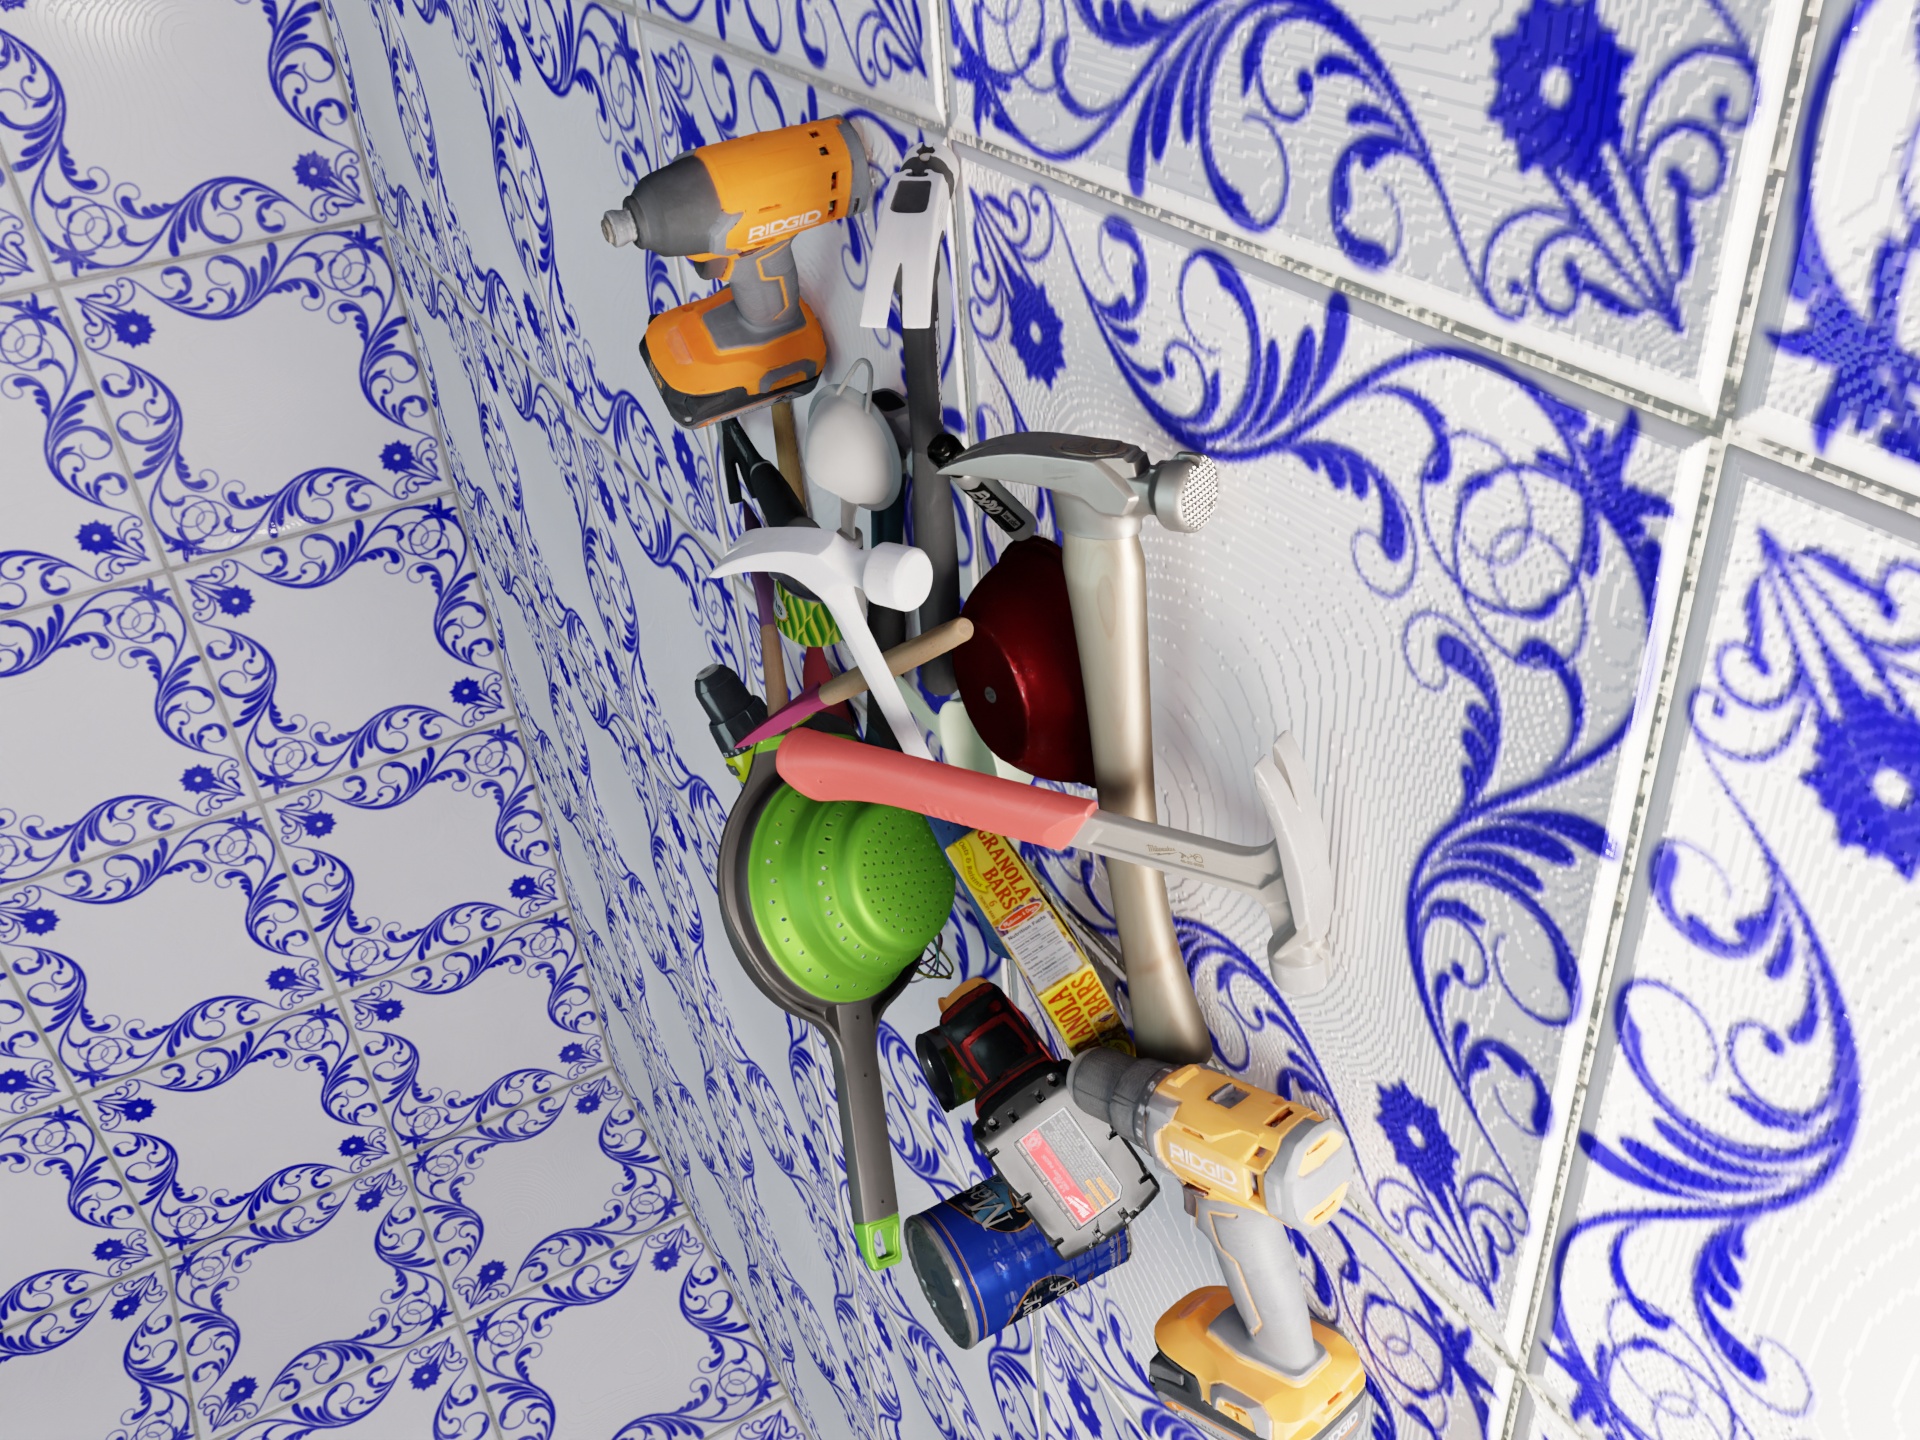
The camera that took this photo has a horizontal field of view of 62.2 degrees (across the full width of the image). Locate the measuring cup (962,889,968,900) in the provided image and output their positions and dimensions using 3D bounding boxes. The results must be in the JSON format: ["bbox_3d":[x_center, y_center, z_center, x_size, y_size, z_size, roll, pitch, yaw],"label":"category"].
[{"bbox_3d":[0.011,0.095,1.176,0.156,0.029,0.062,85,159,-60],"label":"measuring cup"}]

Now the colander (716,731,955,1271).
[{"bbox_3d":[-0.059,0.197,1.157,0.094,0.204,0.397,-14,81,42],"label":"colander"}]

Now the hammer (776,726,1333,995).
[{"bbox_3d":[0.032,0.043,0.867,0.359,0.037,0.149,13,133,38],"label":"hammer"}]

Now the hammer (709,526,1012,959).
[{"bbox_3d":[-0.027,0.028,1.000,0.144,0.035,0.405,15,148,32],"label":"hammer"}]

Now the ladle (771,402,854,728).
[{"bbox_3d":[-0.126,-0.126,1.288,0.069,0.031,0.315,37,140,52],"label":"ladle"}]

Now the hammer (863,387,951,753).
[{"bbox_3d":[-0.053,-0.090,1.137,0.128,0.033,0.330,51,152,36],"label":"hammer"}]

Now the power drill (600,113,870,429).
[{"bbox_3d":[-0.154,-0.285,1.031,0.084,0.164,0.226,62,159,15],"label":"power drill"}]

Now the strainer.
[{"bbox_3d":[-0.076,-0.126,1.067,0.087,0.050,0.258,37,148,27],"label":"strainer"}]

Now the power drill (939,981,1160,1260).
[{"bbox_3d":[0.055,0.270,1.092,0.143,0.078,0.220,55,176,-10],"label":"power drill"}]

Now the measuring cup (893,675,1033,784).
[{"bbox_3d":[-0.002,-0.003,1.088,0.168,0.038,0.083,43,146,49],"label":"measuring cup"}]

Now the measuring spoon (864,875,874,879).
[{"bbox_3d":[-0.104,0.117,1.420,0.018,0.034,0.124,30,168,-29],"label":"measuring spoon"}]

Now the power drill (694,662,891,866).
[{"bbox_3d":[-0.146,0.041,1.369,0.190,0.080,0.229,59,162,-18],"label":"power drill"}]

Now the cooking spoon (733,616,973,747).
[{"bbox_3d":[-0.076,-0.022,1.050,0.017,0.069,0.319,54,149,-9],"label":"cooking spoon"}]

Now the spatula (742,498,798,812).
[{"bbox_3d":[-0.152,-0.052,1.289,0.059,0.018,0.316,59,-164,-54],"label":"spatula"}]

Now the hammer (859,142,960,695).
[{"bbox_3d":[-0.018,-0.146,0.926,0.146,0.035,0.334,-80,-10,-46],"label":"hammer"}]

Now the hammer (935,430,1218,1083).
[{"bbox_3d":[0.084,0.038,0.876,0.146,0.038,0.410,13,128,34],"label":"hammer"}]

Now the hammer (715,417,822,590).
[{"bbox_3d":[-0.148,-0.179,1.167,0.409,0.036,0.149,-123,18,-60],"label":"hammer"}]

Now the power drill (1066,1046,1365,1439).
[{"bbox_3d":[0.145,0.302,0.927,0.185,0.084,0.226,13,119,48],"label":"power drill"}]

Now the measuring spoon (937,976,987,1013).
[{"bbox_3d":[0.005,0.229,1.319,0.021,0.011,0.117,66,154,11],"label":"measuring spoon"}]

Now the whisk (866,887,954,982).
[{"bbox_3d":[-0.071,0.159,1.389,0.245,0.047,0.051,42,146,55],"label":"whisk"}]
